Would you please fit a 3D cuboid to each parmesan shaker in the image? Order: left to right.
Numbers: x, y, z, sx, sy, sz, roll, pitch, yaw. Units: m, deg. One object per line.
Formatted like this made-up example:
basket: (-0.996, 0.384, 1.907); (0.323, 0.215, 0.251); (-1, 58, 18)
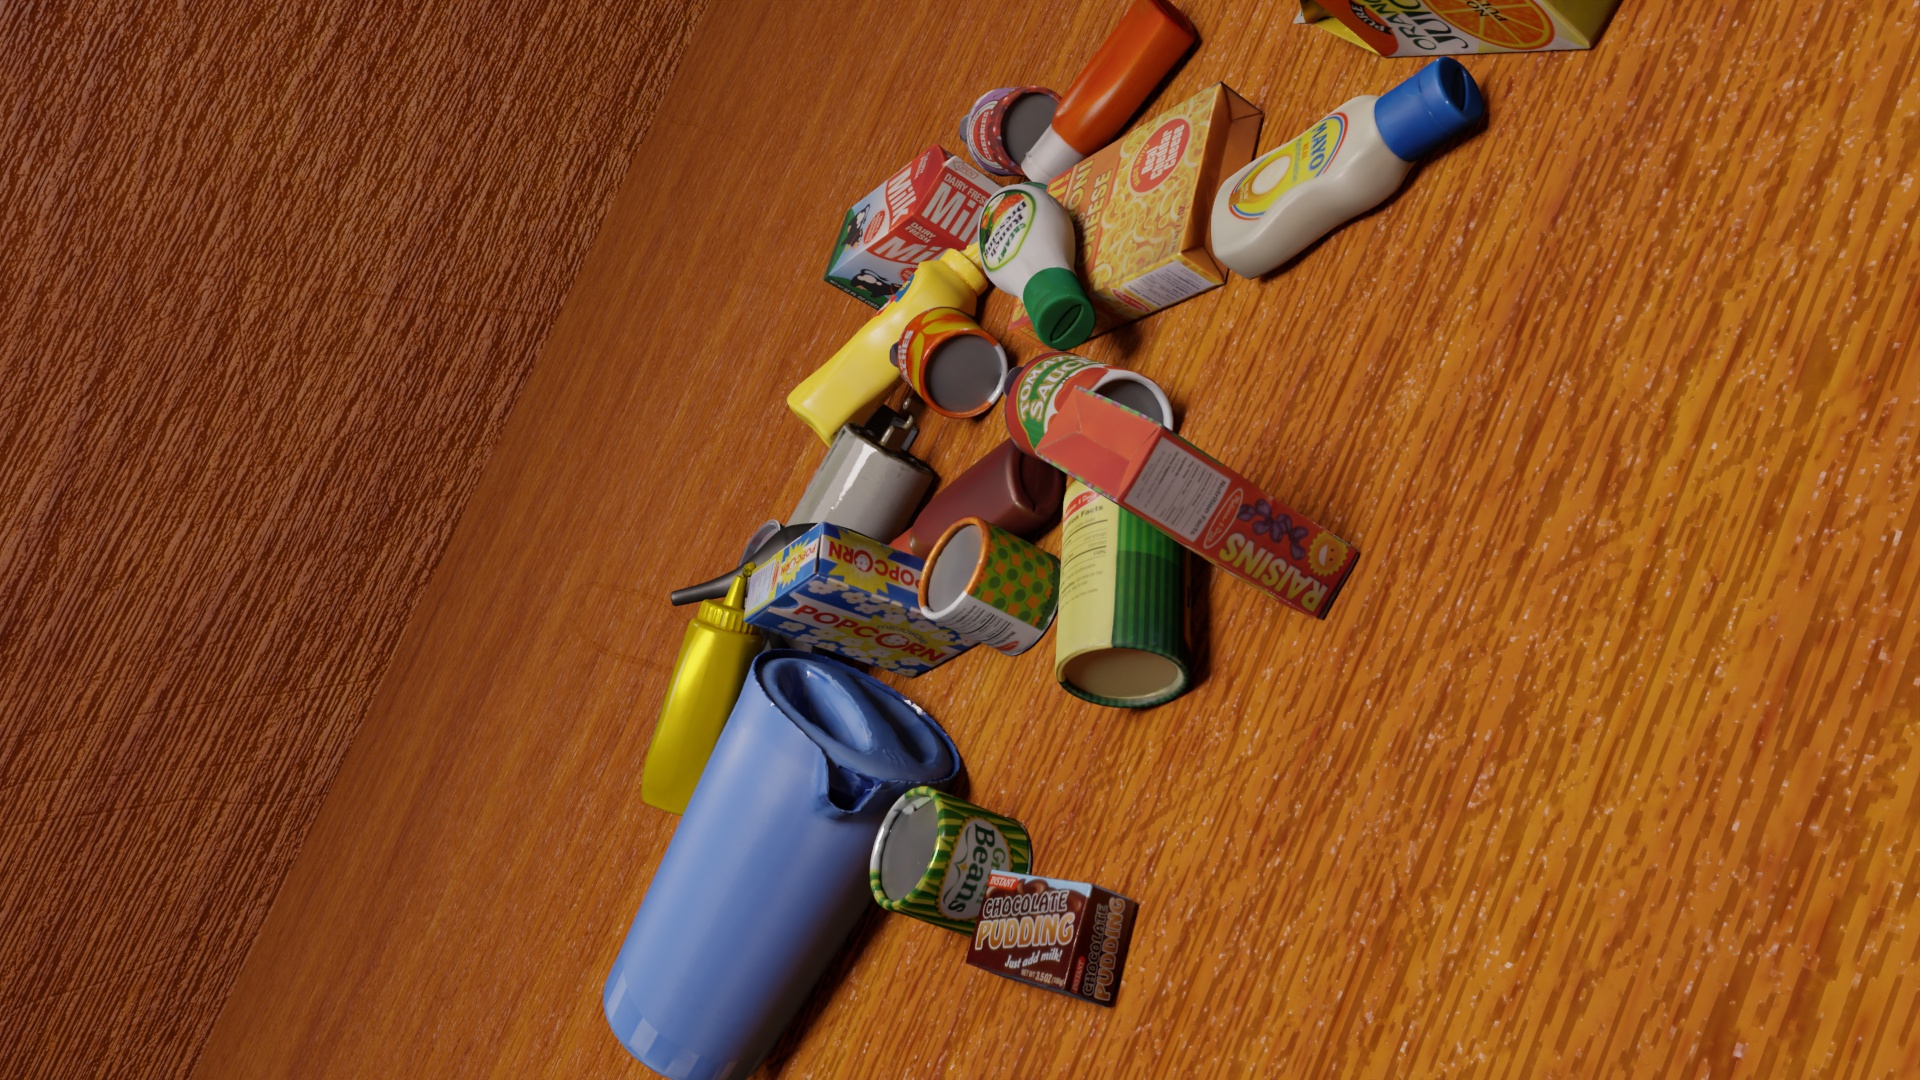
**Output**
parmesan shaker: (0.081, 0.025, 0.691); (0.071, 0.071, 0.103); (-34, 40, 44)

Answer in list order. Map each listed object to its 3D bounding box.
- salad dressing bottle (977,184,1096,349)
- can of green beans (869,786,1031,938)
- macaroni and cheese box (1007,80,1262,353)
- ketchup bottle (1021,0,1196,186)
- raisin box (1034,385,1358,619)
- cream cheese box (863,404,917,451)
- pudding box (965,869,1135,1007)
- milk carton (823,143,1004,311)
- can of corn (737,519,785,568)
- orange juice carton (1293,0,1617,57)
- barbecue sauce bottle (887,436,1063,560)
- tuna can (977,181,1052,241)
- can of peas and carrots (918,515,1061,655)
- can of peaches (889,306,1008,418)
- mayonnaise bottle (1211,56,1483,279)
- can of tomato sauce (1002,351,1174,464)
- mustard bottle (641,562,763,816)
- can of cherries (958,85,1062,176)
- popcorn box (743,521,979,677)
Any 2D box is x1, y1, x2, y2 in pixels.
salad dressing bottle: (0.048, -0.168, 0.852); (0.064, 0.044, 0.148); (-50, 32, 23)
can of green beans: (-0.006, 0.168, 0.724); (0.071, 0.058, 0.071); (-41, 35, 37)
macaroni and cheese box: (0.106, -0.195, 0.868); (0.166, 0.040, 0.124); (-14, 55, 55)
ketchup bottle: (0.101, -0.311, 0.976); (0.148, 0.043, 0.065); (-48, 30, 28)
raisin box: (0.105, -0.017, 0.621); (0.040, 0.123, 0.086); (-60, 27, 4)
cream cheese box: (-0.074, -0.053, 1.076); (0.103, 0.024, 0.053); (-59, 26, 7)
pudding box: (0.042, 0.185, 0.655); (0.083, 0.030, 0.050); (-11, 56, 57)
milk carton: (-0.029, -0.254, 1.121); (0.190, 0.072, 0.074); (-17, 52, 55)
can of corn: (-0.133, 0.028, 1.070); (0.071, 0.058, 0.071); (-41, 35, 37)
orange juice carton: (0.237, -0.291, 0.686); (0.071, 0.073, 0.193); (-61, 27, 5)
barbecue sauce bottle: (0.003, -0.011, 0.882); (0.148, 0.043, 0.065); (-35, 38, 44)
tuna can: (0.049, -0.212, 0.958); (0.032, 0.071, 0.071); (-16, 53, 54)
can of peas and carrots: (0.017, 0.024, 0.809); (0.070, 0.058, 0.071); (-40, 35, 37)
can of peaches: (-0.008, -0.124, 0.973); (0.071, 0.071, 0.058); (-58, 28, 11)
mayonnaise bottle: (0.193, -0.191, 0.709); (0.147, 0.041, 0.065); (-28, 42, 50)
can of tomato sauce: (0.071, -0.071, 0.787); (0.071, 0.071, 0.083); (-62, 27, 2)
mustard bottle: (-0.156, 0.089, 0.867); (0.065, 0.049, 0.160); (1, -75, -88)
can of cherries: (0.042, -0.307, 1.045); (0.071, 0.071, 0.058); (-62, 28, 3)
popcorn box: (-0.055, 0.039, 0.849); (0.085, 0.127, 0.038); (-31, 46, 46)
